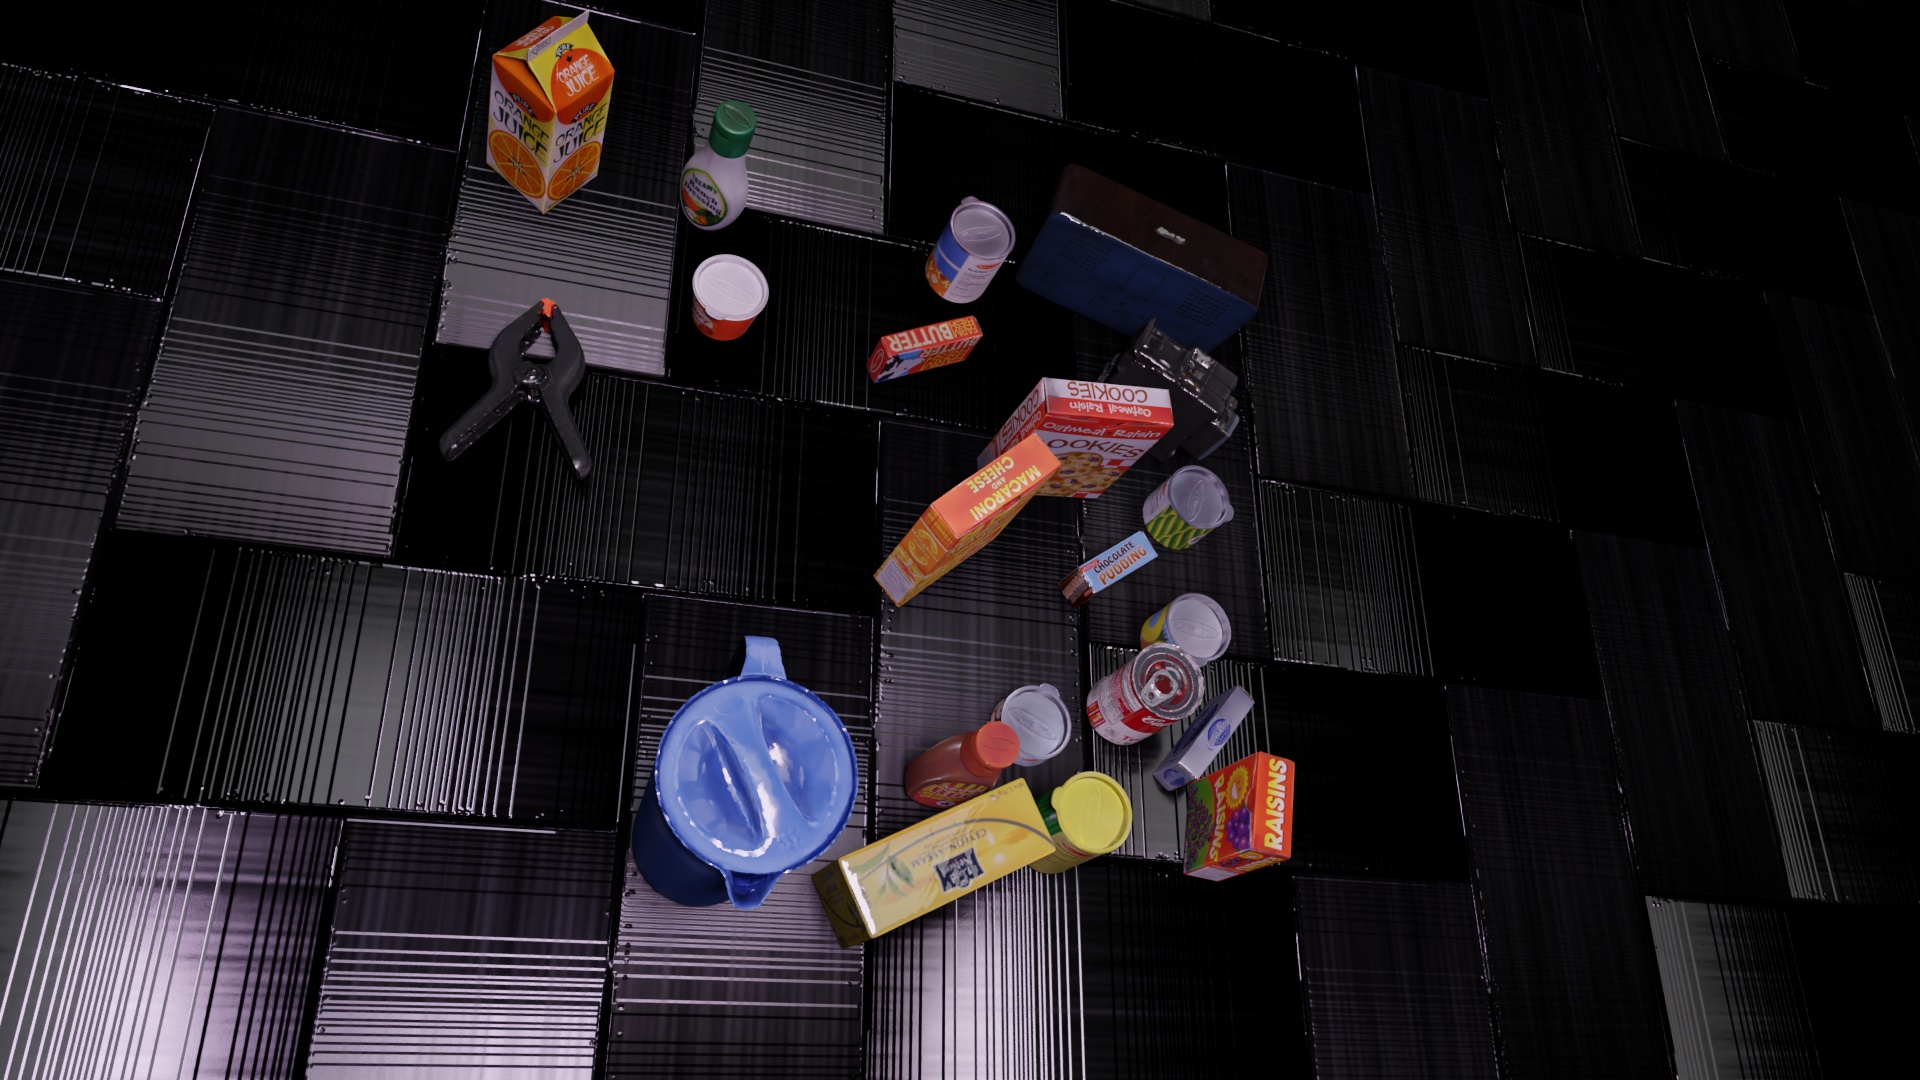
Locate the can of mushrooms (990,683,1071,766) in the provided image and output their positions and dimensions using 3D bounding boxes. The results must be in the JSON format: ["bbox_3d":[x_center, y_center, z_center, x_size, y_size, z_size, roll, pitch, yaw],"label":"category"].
[{"bbox_3d":[0.062,0.161,1.219,0.071,0.033,0.071,8,66,-18],"label":"can of mushrooms"}]

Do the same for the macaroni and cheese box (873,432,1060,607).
[{"bbox_3d":[0.004,-0.015,1.196,0.124,0.165,0.040,-36,84,-29],"label":"macaroni and cheese box"}]

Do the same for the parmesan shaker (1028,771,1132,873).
[{"bbox_3d":[0.089,0.235,1.157,0.071,0.102,0.071,8,66,-18],"label":"parmesan shaker"}]

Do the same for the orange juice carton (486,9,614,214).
[{"bbox_3d":[-0.354,-0.377,1.200,0.073,0.192,0.072,42,60,0],"label":"orange juice carton"}]

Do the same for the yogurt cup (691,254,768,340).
[{"bbox_3d":[-0.214,-0.218,1.265,0.072,0.053,0.072,8,66,-18],"label":"yogurt cup"}]

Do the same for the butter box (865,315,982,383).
[{"bbox_3d":[-0.034,-0.182,1.319,0.104,0.053,0.024,-18,76,-26],"label":"butter box"}]

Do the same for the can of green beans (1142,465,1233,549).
[{"bbox_3d":[0.218,-0.031,1.348,0.071,0.057,0.071,8,66,-18],"label":"can of green beans"}]

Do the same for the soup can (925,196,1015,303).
[{"bbox_3d":[0.008,-0.284,1.361,0.071,0.083,0.071,8,66,-18],"label":"soup can"}]

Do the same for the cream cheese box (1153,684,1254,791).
[{"bbox_3d":[0.221,0.180,1.260,0.024,0.053,0.104,44,60,1],"label":"cream cheese box"}]

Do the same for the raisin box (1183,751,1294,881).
[{"bbox_3d":[0.239,0.240,1.201,0.040,0.123,0.086,17,63,-14],"label":"raisin box"}]

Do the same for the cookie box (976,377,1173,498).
[{"bbox_3d":[0.101,-0.089,1.265,0.123,0.166,0.040,3,68,-20],"label":"cookie box"}]

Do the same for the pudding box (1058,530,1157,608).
[{"bbox_3d":[0.138,0.027,1.297,0.084,0.049,0.030,-28,80,-28],"label":"pudding box"}]

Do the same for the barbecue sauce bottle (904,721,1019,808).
[{"bbox_3d":[0.005,0.181,1.122,0.065,0.148,0.044,9,66,-17],"label":"barbecue sauce bottle"}]

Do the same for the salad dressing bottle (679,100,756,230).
[{"bbox_3d":[-0.218,-0.340,1.262,0.064,0.147,0.044,41,60,-1],"label":"salad dressing bottle"}]

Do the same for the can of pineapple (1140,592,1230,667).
[{"bbox_3d":[0.208,0.090,1.291,0.071,0.057,0.071,8,66,-18],"label":"can of pineapple"}]
